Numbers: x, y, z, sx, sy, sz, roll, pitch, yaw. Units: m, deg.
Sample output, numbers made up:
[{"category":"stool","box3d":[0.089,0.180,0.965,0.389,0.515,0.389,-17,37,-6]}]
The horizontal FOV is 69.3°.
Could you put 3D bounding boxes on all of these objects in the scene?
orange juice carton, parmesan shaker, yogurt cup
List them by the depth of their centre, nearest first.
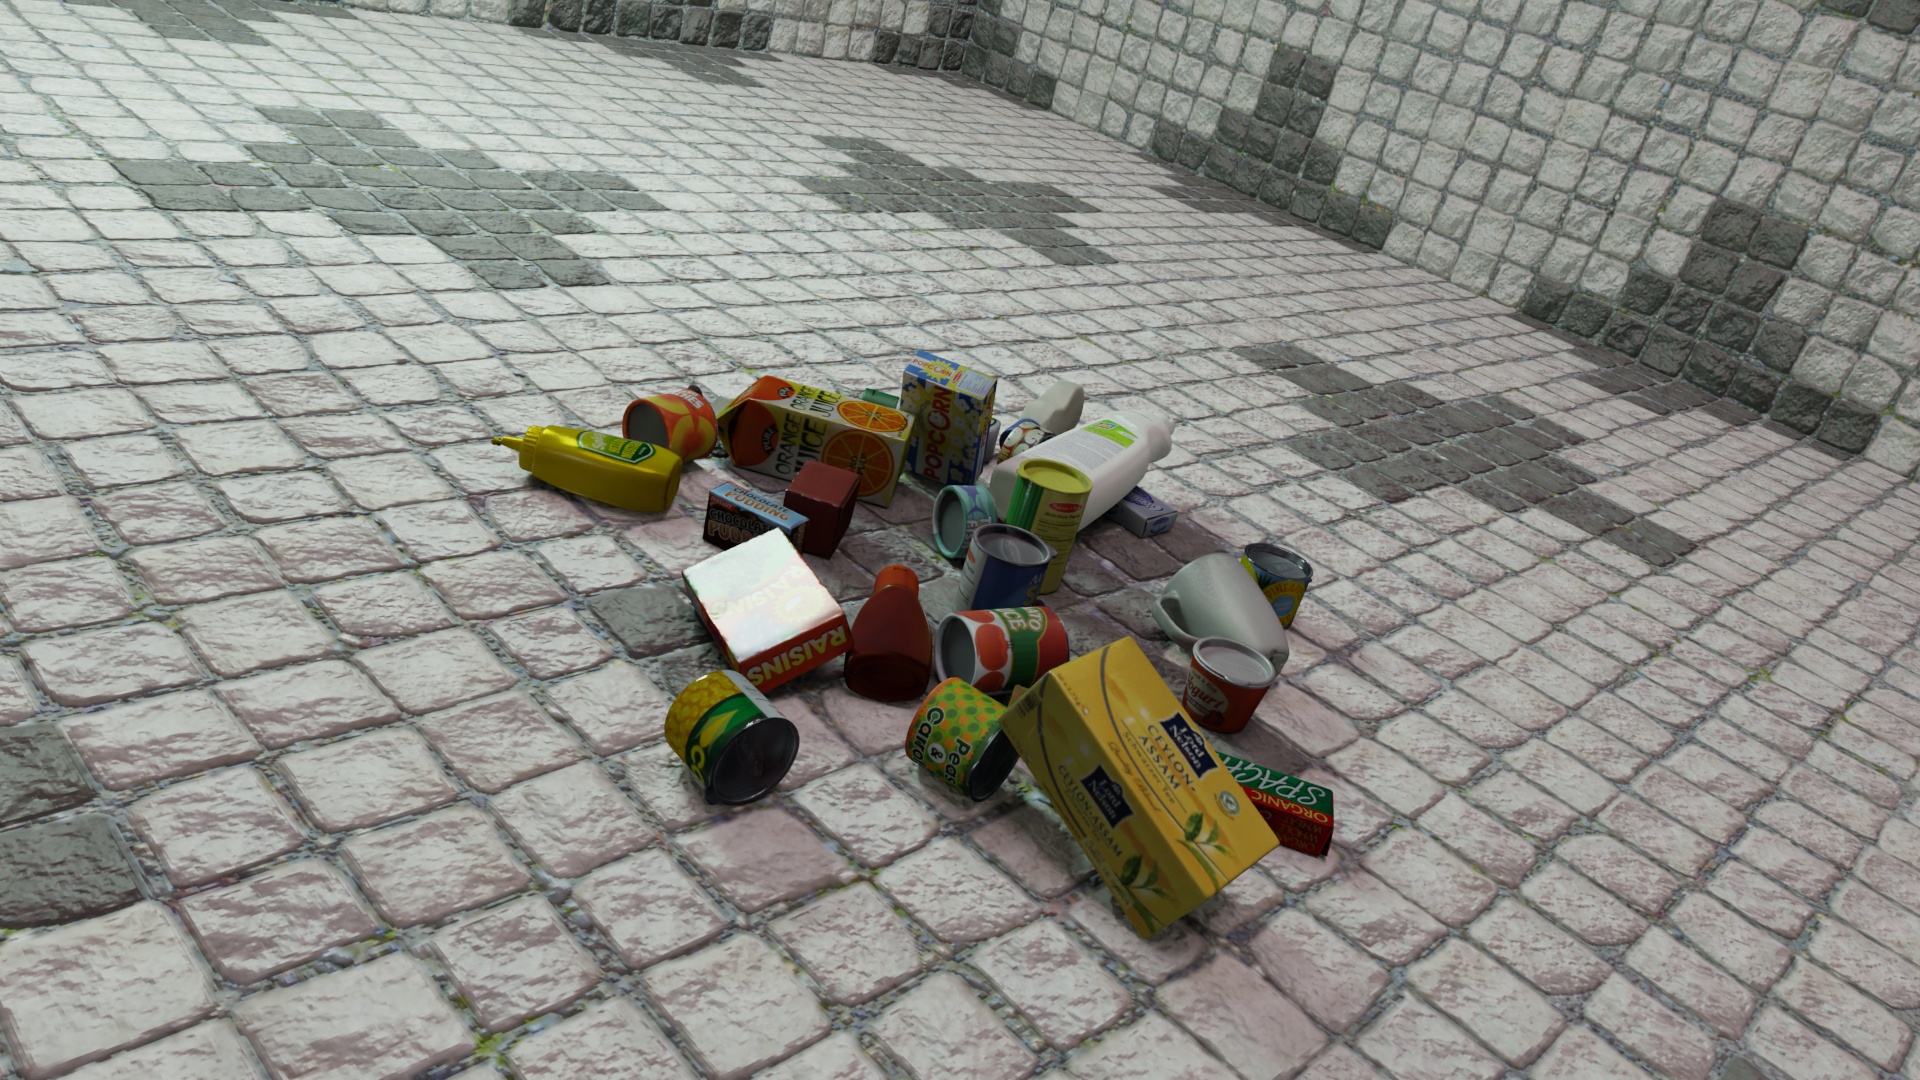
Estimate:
[{"category":"yogurt cup","box3d":[0.211,0.117,1.112,0.072,0.053,0.073,13,26,-6]},{"category":"parmesan shaker","box3d":[0.068,-0.013,1.231,0.071,0.102,0.071,13,26,-6]},{"category":"orange juice carton","box3d":[-0.146,-0.101,1.316,0.193,0.072,0.072,15,26,-1]}]

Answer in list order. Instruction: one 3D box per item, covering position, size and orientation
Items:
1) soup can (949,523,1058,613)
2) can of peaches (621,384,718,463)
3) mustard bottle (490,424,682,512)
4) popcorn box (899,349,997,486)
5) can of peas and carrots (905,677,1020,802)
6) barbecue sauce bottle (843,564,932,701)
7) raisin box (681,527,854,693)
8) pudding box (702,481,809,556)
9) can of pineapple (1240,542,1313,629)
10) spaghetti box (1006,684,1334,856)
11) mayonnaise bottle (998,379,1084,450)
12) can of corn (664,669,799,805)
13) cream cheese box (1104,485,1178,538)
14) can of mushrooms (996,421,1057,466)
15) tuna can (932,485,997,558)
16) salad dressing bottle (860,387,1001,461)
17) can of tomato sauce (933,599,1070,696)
[{"category":"soup can","box3d":[0.034,0.039,1.132,0.071,0.083,0.072,13,26,-6]},{"category":"can of peaches","box3d":[-0.263,-0.103,1.256,0.071,0.071,0.058,31,31,28]},{"category":"mustard bottle","box3d":[-0.320,-0.067,1.179,0.160,0.048,0.065,14,24,-4]},{"category":"popcorn box","box3d":[-0.016,-0.114,1.354,0.085,0.126,0.038,22,47,12]},{"category":"can of peas and carrots","box3d":[0.003,0.136,0.945,0.059,0.070,0.071,29,29,26]},{"category":"barbecue sauce bottle","box3d":[-0.053,0.067,1.073,0.065,0.043,0.149,9,26,-3]},{"category":"raisin box","box3d":[-0.144,0.052,1.025,0.086,0.039,0.124,-25,41,-17]},{"category":"pudding box","box3d":[-0.170,-0.010,1.151,0.084,0.049,0.030,25,29,18]},{"category":"can of pineapple","box3d":[0.288,0.044,1.293,0.071,0.057,0.071,13,26,-6]},{"category":"spaghetti box","box3d":[0.149,0.166,1.010,0.250,0.028,0.050,18,27,5]},{"category":"mayonnaise bottle","box3d":[0.089,-0.128,1.516,0.041,0.064,0.149,22,30,19]},{"category":"can of corn","box3d":[-0.148,0.126,0.883,0.071,0.070,0.058,-10,36,-42]},{"category":"cream cheese box","box3d":[0.168,-0.041,1.428,0.053,0.024,0.104,-14,39,-43]},{"category":"can of mushrooms","box3d":[0.068,-0.084,1.413,0.033,0.070,0.071,30,29,26]},{"category":"tuna can","box3d":[0.004,-0.016,1.241,0.033,0.070,0.071,-1,31,-29]},{"category":"salad dressing bottle","box3d":[-0.033,-0.123,1.456,0.148,0.043,0.064,15,27,-1]},{"category":"can of tomato sauce","box3d":[0.031,0.083,1.060,0.083,0.071,0.071,-2,31,-32]}]
